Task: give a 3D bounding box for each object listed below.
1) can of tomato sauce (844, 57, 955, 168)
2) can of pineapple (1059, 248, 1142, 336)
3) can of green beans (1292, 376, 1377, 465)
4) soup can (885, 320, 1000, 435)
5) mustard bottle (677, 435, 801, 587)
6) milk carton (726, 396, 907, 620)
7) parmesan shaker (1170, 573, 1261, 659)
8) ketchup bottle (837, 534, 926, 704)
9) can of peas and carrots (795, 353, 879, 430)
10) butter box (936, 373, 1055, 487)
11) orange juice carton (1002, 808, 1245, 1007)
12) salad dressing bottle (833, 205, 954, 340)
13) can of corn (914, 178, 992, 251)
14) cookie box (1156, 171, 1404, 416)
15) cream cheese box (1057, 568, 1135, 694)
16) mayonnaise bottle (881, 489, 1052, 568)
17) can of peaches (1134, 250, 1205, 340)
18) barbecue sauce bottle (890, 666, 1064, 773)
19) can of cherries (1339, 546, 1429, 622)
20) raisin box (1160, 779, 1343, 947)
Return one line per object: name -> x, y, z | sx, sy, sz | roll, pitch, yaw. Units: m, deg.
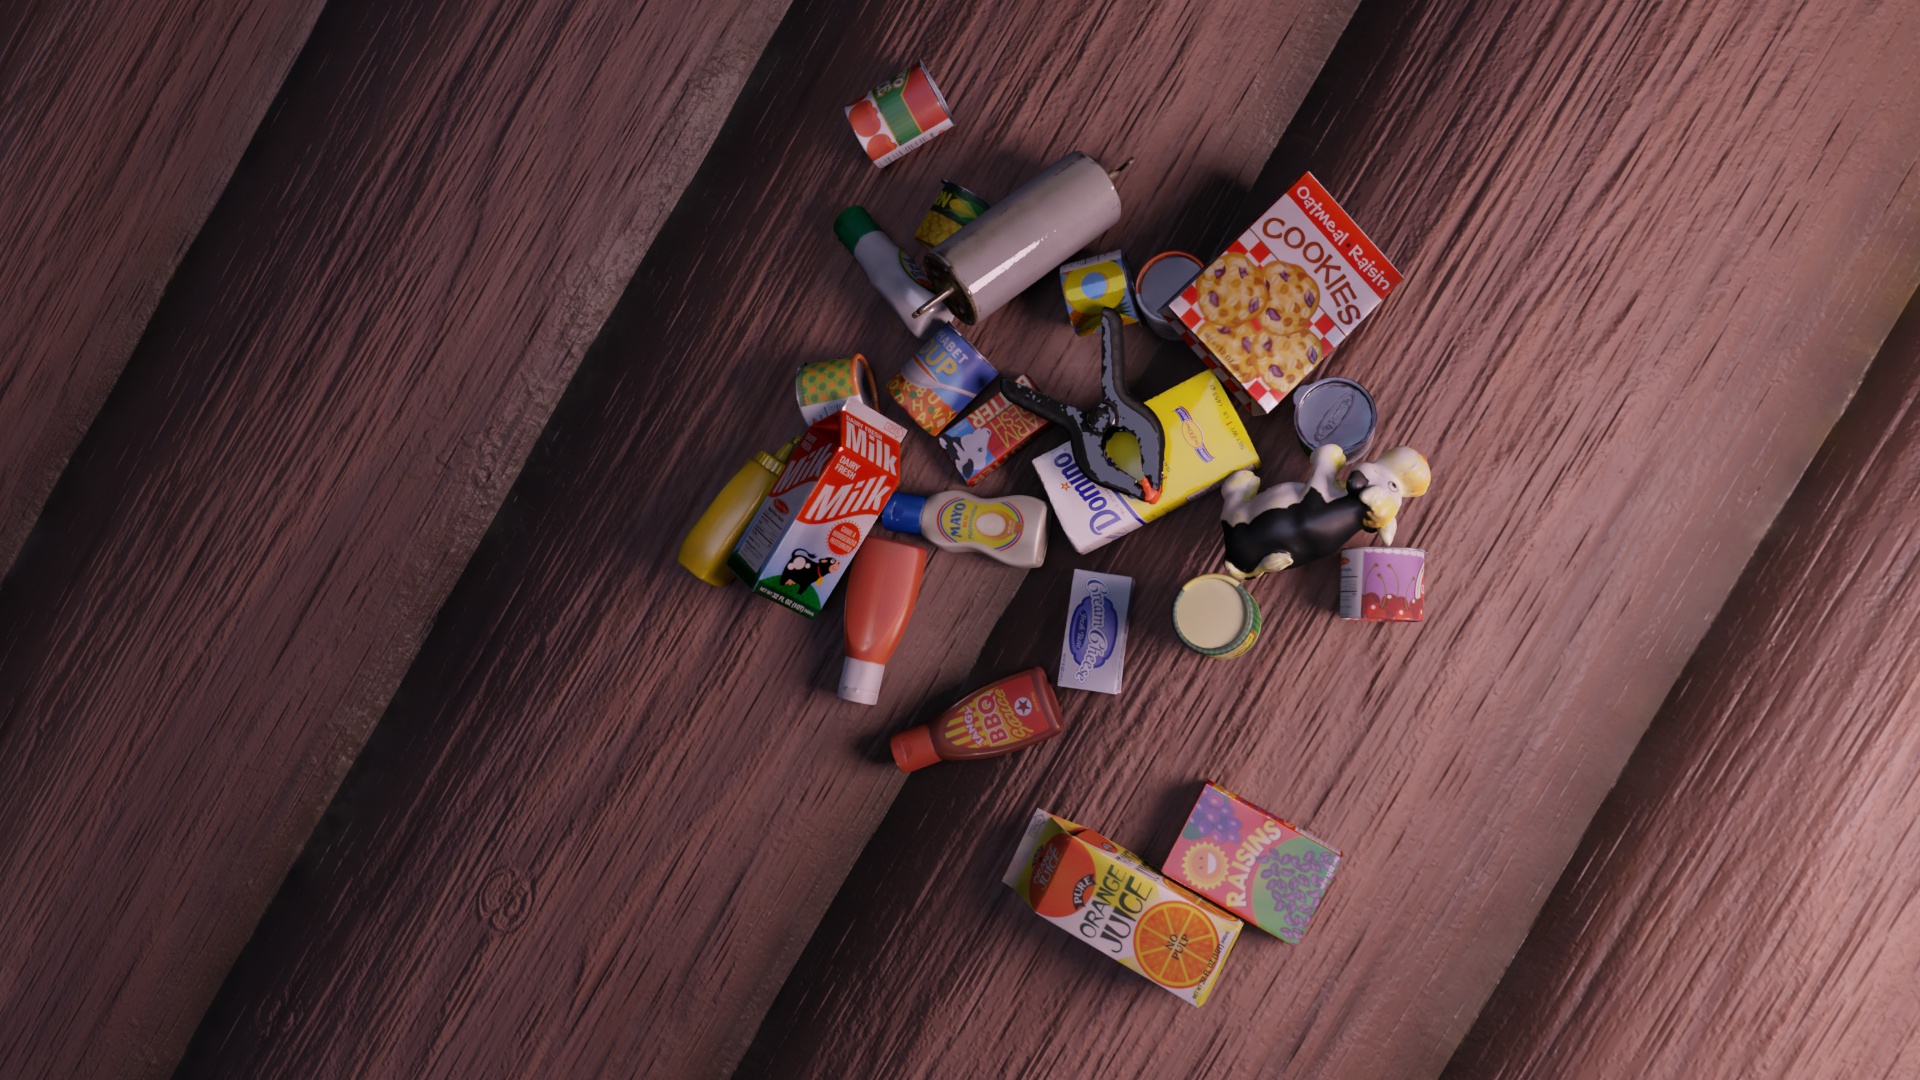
can of tomato sauce -> -0.057, -0.397, 1.293 | 0.083, 0.071, 0.071 | -28, 77, 11
can of pineapple -> 0.124, -0.216, 1.222 | 0.058, 0.071, 0.071 | -13, 80, 14
can of green beans -> 0.313, -0.098, 1.160 | 0.071, 0.058, 0.071 | -2, 83, 15
soup can -> -0.018, -0.147, 1.249 | 0.083, 0.071, 0.071 | -44, 75, 7
mustard bottle -> -0.197, -0.033, 1.290 | 0.049, 0.065, 0.160 | 34, 87, 19
milk carton -> -0.123, -0.033, 1.249 | 0.190, 0.072, 0.073 | -59, 35, 3
parmesan shaker -> 0.208, 0.064, 1.144 | 0.071, 0.103, 0.071 | -2, 83, 15
ketchup bottle -> -0.077, 0.072, 1.252 | 0.065, 0.043, 0.149 | 12, 87, 17
can of peas and carrots -> -0.113, -0.137, 1.276 | 0.059, 0.071, 0.071 | -11, 81, 13
butter box -> 0.034, -0.099, 1.253 | 0.103, 0.024, 0.053 | -36, 75, 8
orange juice carton -> 0.132, 0.300, 1.151 | 0.193, 0.073, 0.072 | 27, 91, 17
salad dressing bottle -> -0.064, -0.249, 1.282 | 0.044, 0.064, 0.148 | -45, 67, 16
can of corn -> -0.003, -0.285, 1.264 | 0.071, 0.071, 0.058 | 33, 93, 16
cookie box -> 0.268, -0.205, 1.161 | 0.167, 0.040, 0.123 | -44, 96, -6
cream cheese box -> 0.119, 0.079, 1.208 | 0.053, 0.024, 0.104 | 7, 85, 15
mayonnaise bottle -> 0.004, -0.016, 1.241 | 0.148, 0.041, 0.065 | 9, 86, 15
can of peaches -> 0.189, -0.215, 1.208 | 0.071, 0.058, 0.071 | -2, 83, 15
barbecue sauce bottle -> 0.012, 0.163, 1.216 | 0.148, 0.043, 0.065 | -22, 79, 12
can of cherries -> 0.346, 0.037, 1.130 | 0.071, 0.071, 0.058 | 1, 84, 15
raisin box -> 0.240, 0.264, 1.144 | 0.123, 0.040, 0.086 | 27, 92, 15
